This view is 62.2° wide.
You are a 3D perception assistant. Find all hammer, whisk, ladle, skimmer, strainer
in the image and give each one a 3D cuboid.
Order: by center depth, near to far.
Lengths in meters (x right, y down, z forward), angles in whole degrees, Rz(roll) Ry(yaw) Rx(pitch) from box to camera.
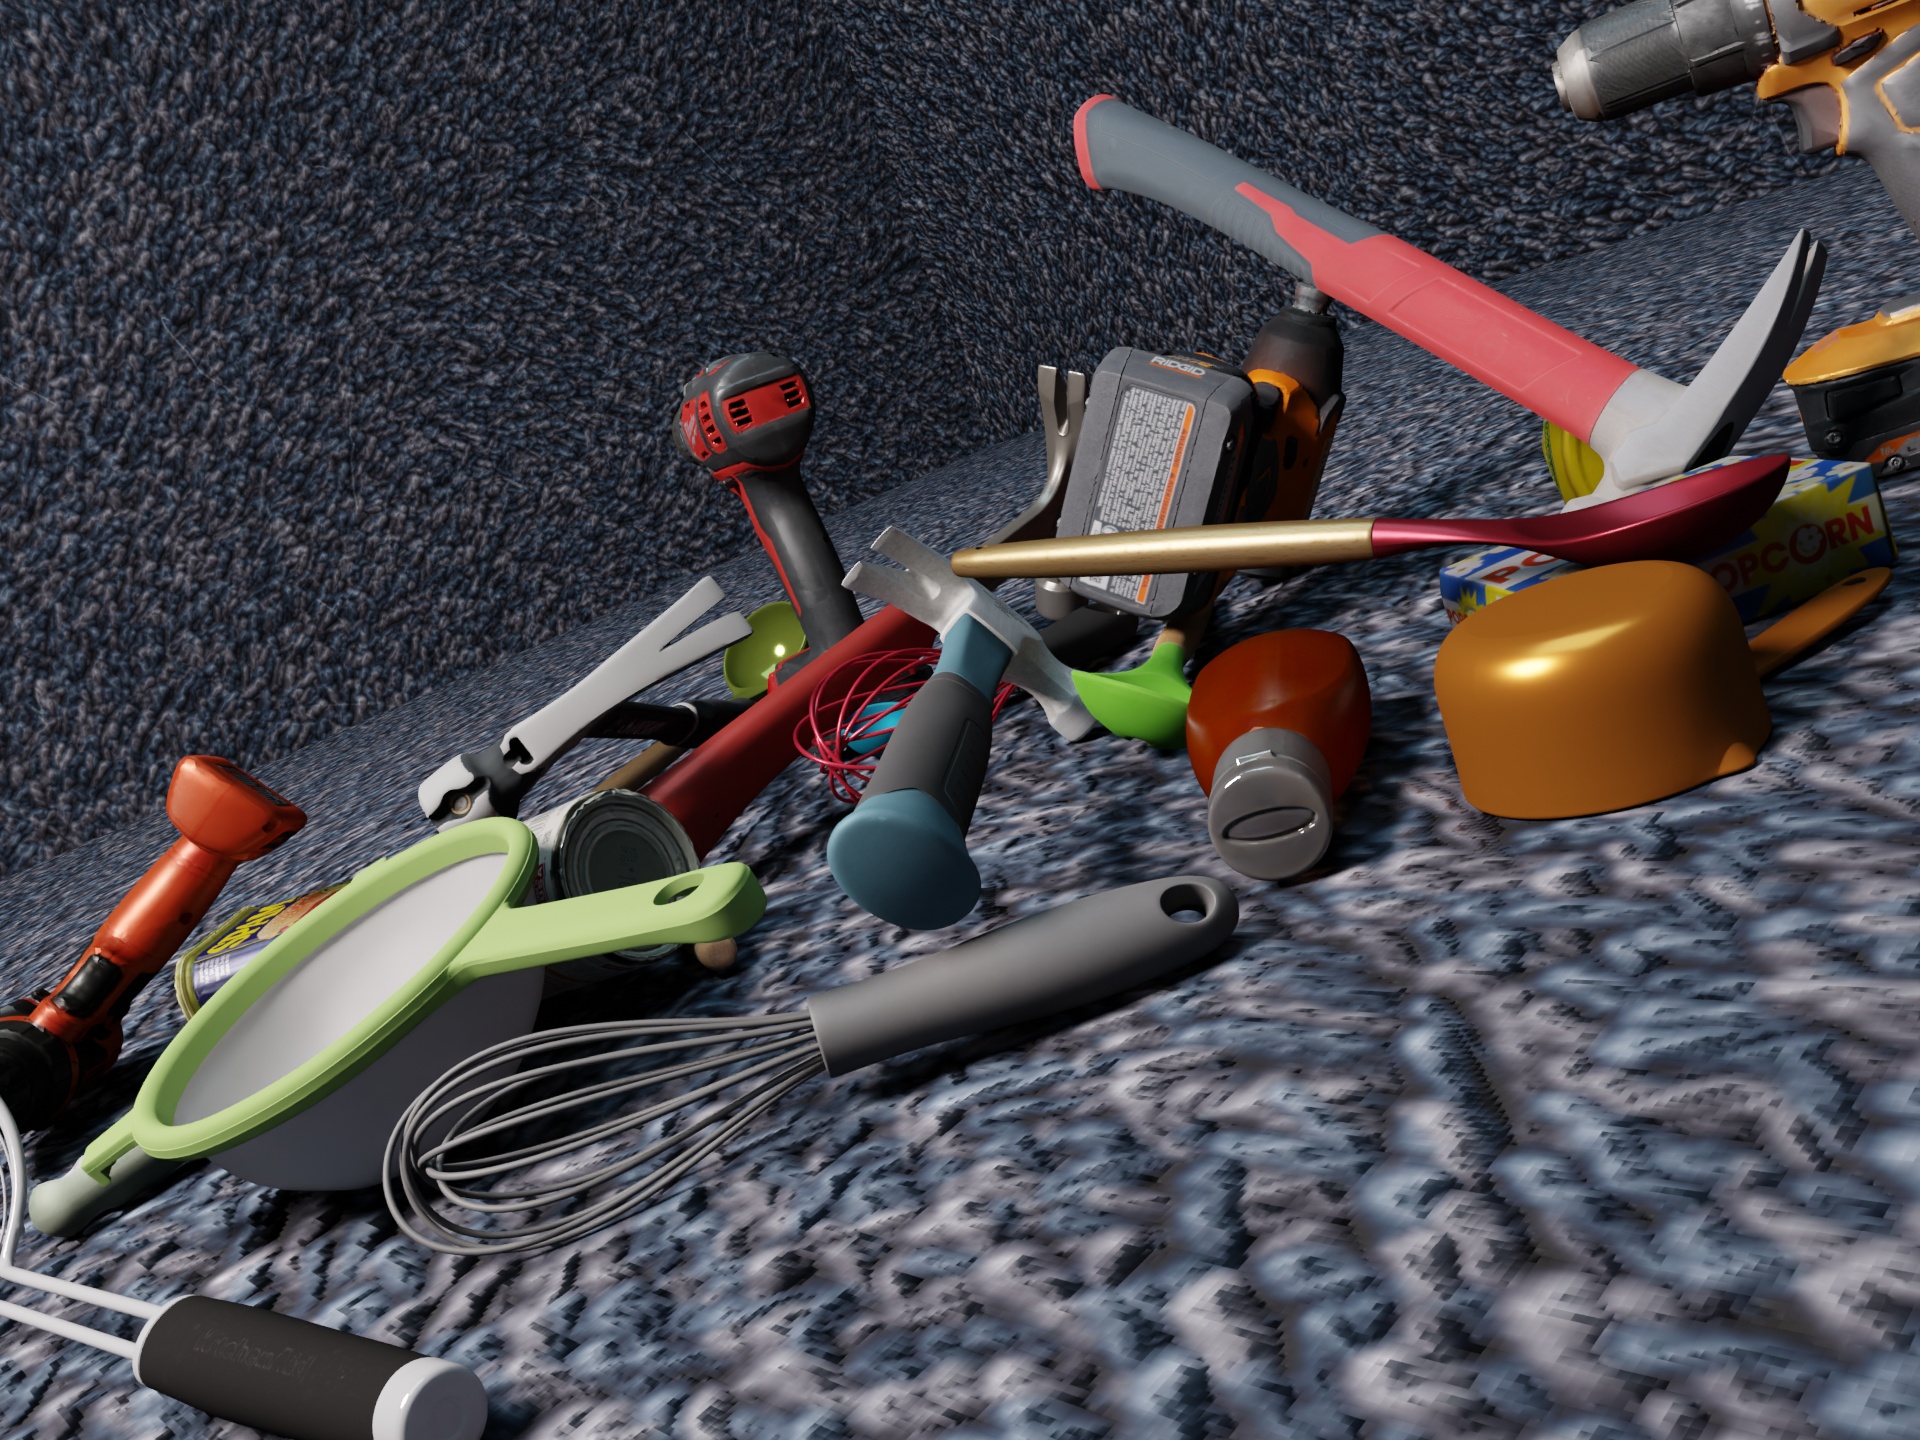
[{"bbox_3d":[-0.264,0.150,0.426,0.363,0.090,0.127,-8,51,39],"label":"skimmer"},{"bbox_3d":[-0.036,0.087,0.428,0.239,0.055,0.055,-18,11,-6],"label":"whisk"},{"bbox_3d":[-0.146,0.093,0.499,0.256,0.069,0.151,-15,27,34],"label":"strainer"},{"bbox_3d":[-0.001,-0.002,0.573,0.033,0.128,0.331,-49,6,15],"label":"hammer"},{"bbox_3d":[0.126,-0.065,0.579,0.315,0.031,0.069,0,17,35],"label":"ladle"},{"bbox_3d":[-0.255,0.122,0.646,0.246,0.059,0.058,-37,7,-39],"label":"whisk"},{"bbox_3d":[0.189,-0.224,0.730,0.038,0.143,0.387,6,30,-46],"label":"hammer"},{"bbox_3d":[0.018,-0.020,0.790,0.073,0.073,0.296,-13,8,35],"label":"whisk"},{"bbox_3d":[-0.035,-0.047,0.790,0.037,0.149,0.359,18,40,30],"label":"hammer"},{"bbox_3d":[-0.150,-0.002,0.838,0.149,0.036,0.409,-38,-1,1],"label":"hammer"},{"bbox_3d":[-0.186,-0.003,1.071,0.078,0.062,0.320,-15,16,28],"label":"ladle"}]

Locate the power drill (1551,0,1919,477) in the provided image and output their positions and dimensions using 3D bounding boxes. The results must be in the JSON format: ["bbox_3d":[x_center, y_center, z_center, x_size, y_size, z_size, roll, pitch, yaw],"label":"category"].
[{"bbox_3d":[0.360,-0.216,0.647,0.185,0.226,0.084,-15,13,29],"label":"power drill"}]

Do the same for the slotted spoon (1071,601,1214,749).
[{"bbox_3d":[0.104,-0.034,0.756,0.070,0.031,0.314,17,17,9],"label":"slotted spoon"}]

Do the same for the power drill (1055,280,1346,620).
[{"bbox_3d":[0.137,-0.144,0.815,0.084,0.164,0.226,22,23,23],"label":"power drill"}]

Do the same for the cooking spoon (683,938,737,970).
[{"bbox_3d":[-0.144,0.075,0.729,0.069,0.017,0.319,-28,13,-17],"label":"cooking spoon"}]

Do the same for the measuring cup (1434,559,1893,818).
[{"bbox_3d":[0.219,-0.031,0.481,0.173,0.052,0.095,-28,13,-21],"label":"measuring cup"}]

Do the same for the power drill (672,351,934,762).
[{"bbox_3d":[-0.103,-0.098,0.924,0.080,0.226,0.188,-24,12,-16],"label":"power drill"}]

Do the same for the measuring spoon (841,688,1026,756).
[{"bbox_3d":[-0.002,-0.003,0.854,0.128,0.021,0.042,-14,23,-13],"label":"measuring spoon"}]
